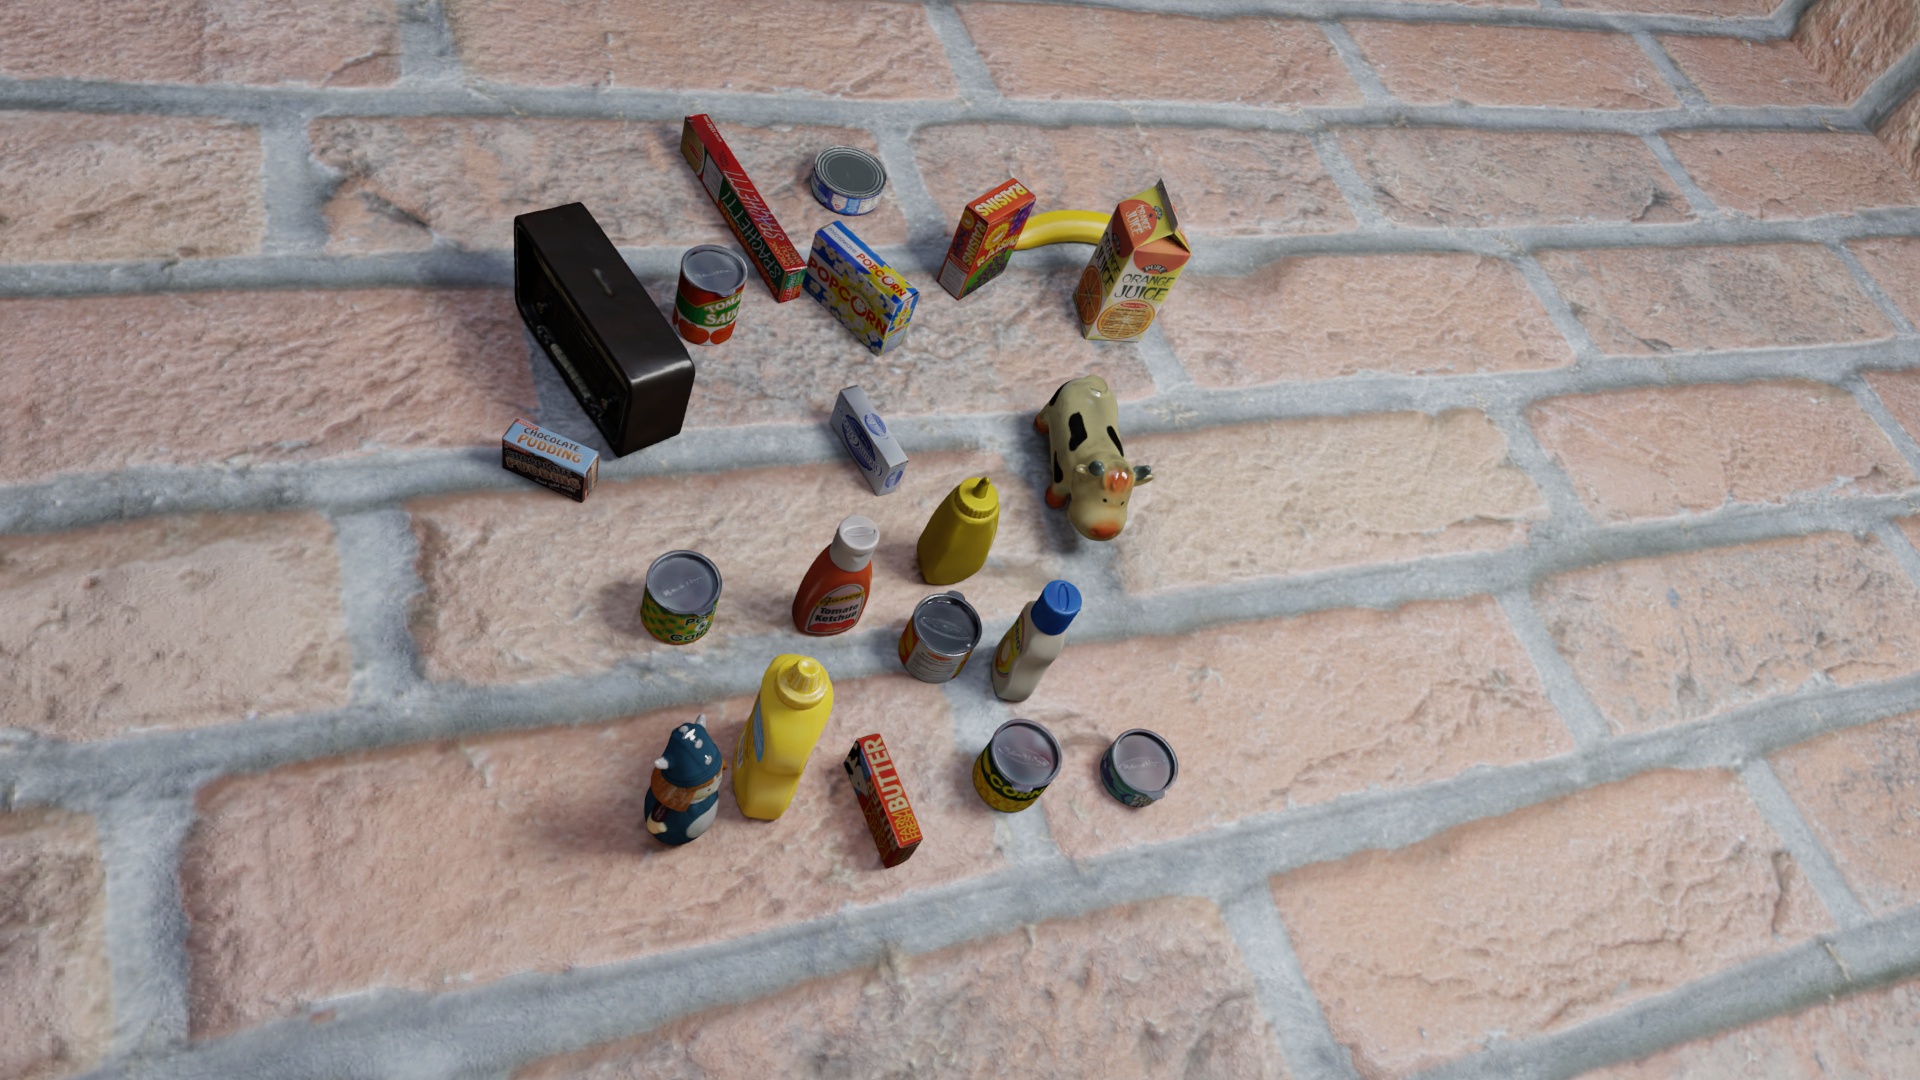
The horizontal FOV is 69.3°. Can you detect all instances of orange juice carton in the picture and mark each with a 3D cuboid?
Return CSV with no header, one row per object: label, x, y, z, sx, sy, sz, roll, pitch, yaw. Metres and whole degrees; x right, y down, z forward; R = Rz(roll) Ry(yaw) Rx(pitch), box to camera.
orange juice carton,0.198,-0.312,1.559,0.073,0.191,0.072,0,57,-19

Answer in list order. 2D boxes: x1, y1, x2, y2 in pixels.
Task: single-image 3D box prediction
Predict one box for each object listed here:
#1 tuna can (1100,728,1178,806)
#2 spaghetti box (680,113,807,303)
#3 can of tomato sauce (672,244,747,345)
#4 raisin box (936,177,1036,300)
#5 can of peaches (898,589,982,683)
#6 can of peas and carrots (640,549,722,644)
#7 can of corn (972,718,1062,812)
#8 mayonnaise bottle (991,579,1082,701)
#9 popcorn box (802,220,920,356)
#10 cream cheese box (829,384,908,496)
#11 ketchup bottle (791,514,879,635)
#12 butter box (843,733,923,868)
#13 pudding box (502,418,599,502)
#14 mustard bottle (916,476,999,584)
tuna can,0.166,0.213,1.284,0.071,0.032,0.071,9,54,-13
spaghetti box,-0.242,-0.368,1.533,0.029,0.050,0.250,-20,65,-30
can of tomato sauce,-0.257,-0.249,1.424,0.071,0.082,0.071,9,54,-13
raisin box,0.029,-0.338,1.561,0.040,0.122,0.086,44,54,13
can of peaches,-0.019,0.089,1.288,0.071,0.057,0.071,9,54,-13
can of peas and carrots,-0.247,0.053,1.233,0.071,0.058,0.071,9,54,-13
can of corn,0.049,0.203,1.233,0.071,0.058,0.071,9,54,-13
mayonnaise bottle,0.068,0.088,1.263,0.041,0.147,0.065,9,54,-14
popcorn box,-0.109,-0.270,1.489,0.127,0.084,0.038,43,54,12
cream cheese box,-0.093,-0.100,1.397,0.024,0.053,0.104,-21,66,-30
ketchup bottle,-0.107,0.032,1.240,0.065,0.148,0.044,-6,59,-23
butter box,-0.066,0.221,1.183,0.024,0.052,0.104,-12,61,-26
pudding box,-0.378,-0.074,1.280,0.084,0.049,0.030,24,52,-2
mustard bottle,0.005,-0.016,1.306,0.065,0.159,0.049,-8,60,-24
